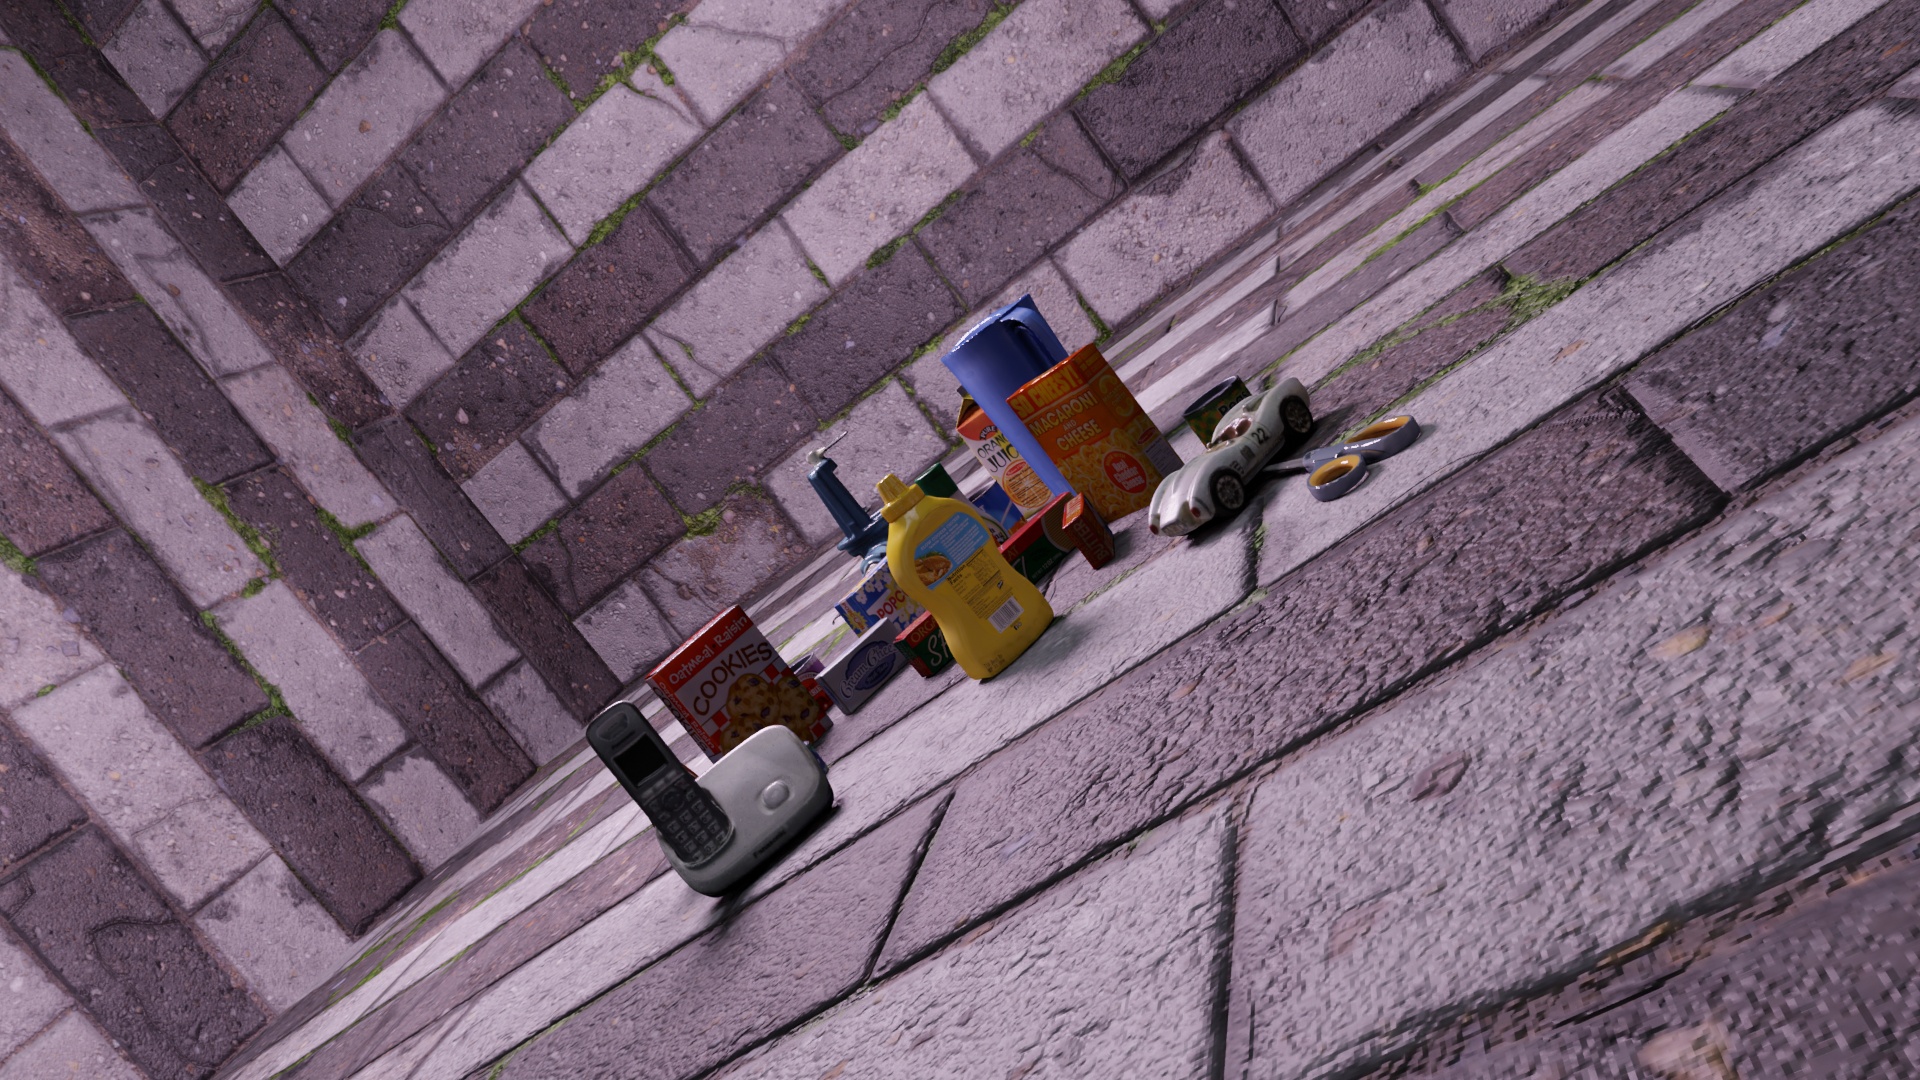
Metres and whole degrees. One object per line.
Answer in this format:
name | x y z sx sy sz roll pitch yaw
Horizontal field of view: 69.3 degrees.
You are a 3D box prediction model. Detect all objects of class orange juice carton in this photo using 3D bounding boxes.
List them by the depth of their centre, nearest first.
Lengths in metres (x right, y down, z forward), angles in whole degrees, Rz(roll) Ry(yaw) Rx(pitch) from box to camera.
orange juice carton | 0.062 -0.131 1.818 0.073 0.192 0.072 -34 8 29

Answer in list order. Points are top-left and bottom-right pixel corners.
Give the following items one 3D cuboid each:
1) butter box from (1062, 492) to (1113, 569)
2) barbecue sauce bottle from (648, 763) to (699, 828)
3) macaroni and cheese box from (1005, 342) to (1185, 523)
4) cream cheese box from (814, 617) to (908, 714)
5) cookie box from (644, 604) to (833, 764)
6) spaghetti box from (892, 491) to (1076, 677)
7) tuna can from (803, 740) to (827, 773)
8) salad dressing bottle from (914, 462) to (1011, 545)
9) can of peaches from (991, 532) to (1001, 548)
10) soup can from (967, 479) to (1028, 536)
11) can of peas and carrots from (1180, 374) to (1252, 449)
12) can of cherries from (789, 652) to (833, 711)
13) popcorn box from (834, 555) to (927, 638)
butter box | 0.122 -0.010 1.328 0.024 0.053 0.104 -36 7 13
barbecue sauce bottle | -0.270 0.237 1.297 0.065 0.148 0.043 -41 8 -26
macaroni and cheese box | 0.137 -0.105 1.398 0.040 0.166 0.123 -42 8 -33
cream cheese box | -0.102 0.135 1.497 0.104 0.053 0.024 -41 8 -25
cookie box | -0.231 0.169 1.456 0.123 0.167 0.040 -43 9 -38
spaghetti box | 0.038 0.043 1.416 0.251 0.050 0.028 -41 8 -23
tuna can | -0.160 0.223 1.309 0.071 0.033 0.071 -37 7 5
salad dressing bottle | 0.006 -0.020 1.575 0.064 0.147 0.044 -40 7 -15
can of peaches | 0.026 0.034 1.498 0.071 0.058 0.071 -37 7 6
soup can | 0.040 -0.019 1.658 0.071 0.083 0.071 -37 7 6
can of peas and carrots | 0.257 -0.117 1.332 0.071 0.058 0.071 -37 7 6
can of cherries | -0.178 0.173 1.609 0.071 0.058 0.071 -37 7 6
popcorn box | -0.084 0.074 1.671 0.038 0.085 0.127 -32 9 40
